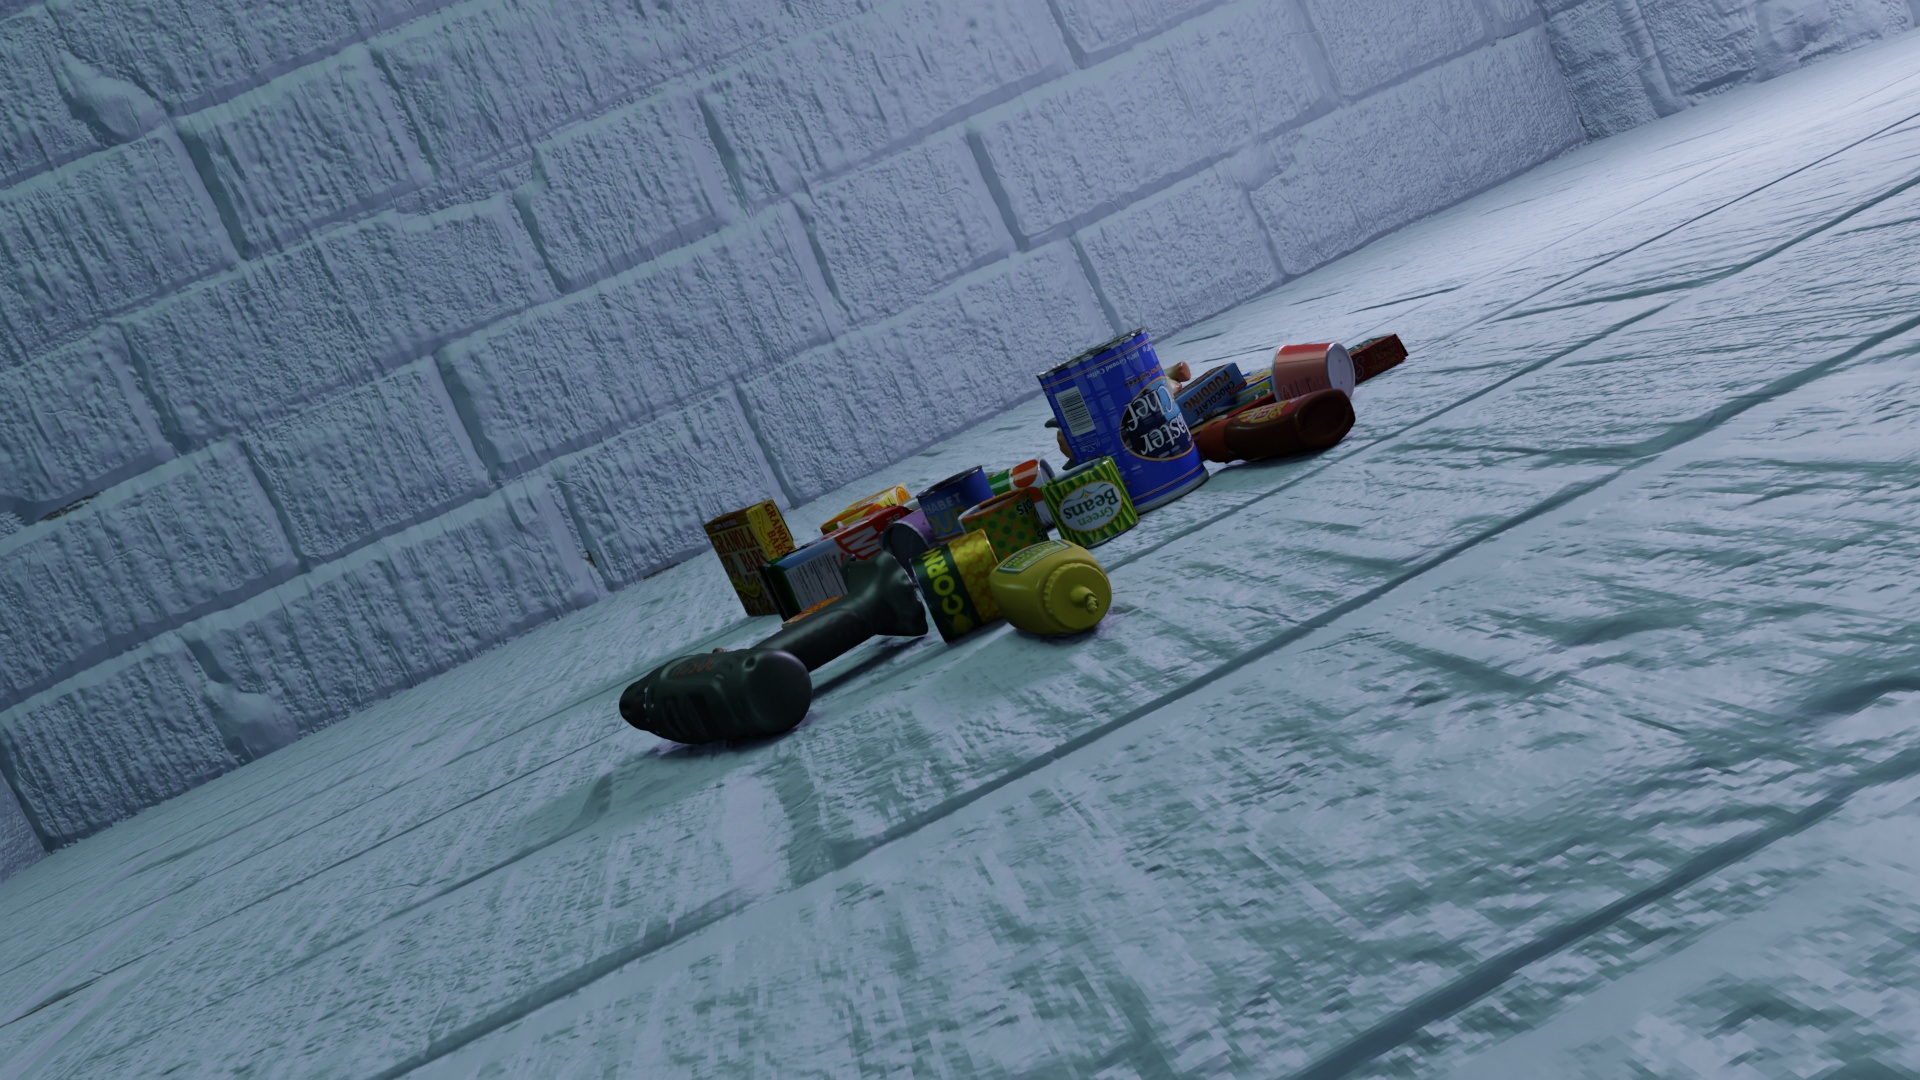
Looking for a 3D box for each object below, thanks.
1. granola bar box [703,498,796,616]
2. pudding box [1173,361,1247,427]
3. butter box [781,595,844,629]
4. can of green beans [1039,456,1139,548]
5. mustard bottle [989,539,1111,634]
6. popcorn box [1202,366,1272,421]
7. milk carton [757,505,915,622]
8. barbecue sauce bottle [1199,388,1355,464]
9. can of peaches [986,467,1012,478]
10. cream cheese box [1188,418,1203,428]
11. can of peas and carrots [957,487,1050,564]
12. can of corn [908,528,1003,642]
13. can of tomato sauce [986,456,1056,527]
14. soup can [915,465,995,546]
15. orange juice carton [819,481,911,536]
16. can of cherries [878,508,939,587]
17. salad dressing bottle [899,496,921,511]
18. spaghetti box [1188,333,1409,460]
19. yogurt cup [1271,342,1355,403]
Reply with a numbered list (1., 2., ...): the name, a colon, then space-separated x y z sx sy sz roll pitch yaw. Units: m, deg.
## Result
1. granola bar box: -0.230 0.022 1.595 0.039 0.124 0.165 -29 9 -26
2. pudding box: 0.231 -0.138 1.347 0.084 0.030 0.049 -34 8 -16
3. butter box: -0.117 0.071 1.271 0.053 0.024 0.103 -30 9 -35
4. can of green beans: 0.106 -0.030 1.139 0.071 0.057 0.071 -24 7 3
5. mustard bottle: 0.063 0.031 0.876 0.065 0.048 0.160 -27 7 -9
6. popcorn box: 0.297 -0.147 1.432 0.085 0.038 0.126 -27 8 -11
7. milk carton: -0.100 0.019 1.395 0.191 0.073 0.072 -26 7 -12
8. barbecue sauce bottle: 0.253 -0.089 1.141 0.065 0.043 0.148 -27 7 -24
9. can of peaches: 0.035 -0.034 1.398 0.071 0.058 0.071 -24 7 3
10. cream cheese box: 0.203 -0.103 1.440 0.104 0.024 0.053 -23 22 10
11. can of peas and carrots: 0.041 -0.007 1.182 0.071 0.058 0.071 -24 7 3
12. can of corn: 0.002 0.031 0.994 0.058 0.071 0.071 -24 7 1
13. can of tomato sauce: 0.051 -0.037 1.321 0.083 0.071 0.071 -22 7 18
14. soup can: 0.005 -0.016 1.262 0.071 0.083 0.071 -24 7 3
15. orange juice carton: -0.102 -0.007 1.598 0.073 0.071 0.193 -23 7 14
16. can of cherries: -0.033 0.001 1.318 0.059 0.071 0.071 -30 9 -39
17. salad dressing bottle: -0.075 0.006 1.474 0.148 0.064 0.044 -32 -1 0
18. spaghetti box: 0.315 -0.137 1.338 0.251 0.028 0.050 -26 8 -13
19. yogurt cup: 0.324 -0.150 1.271 0.054 0.072 0.073 -7 17 43
